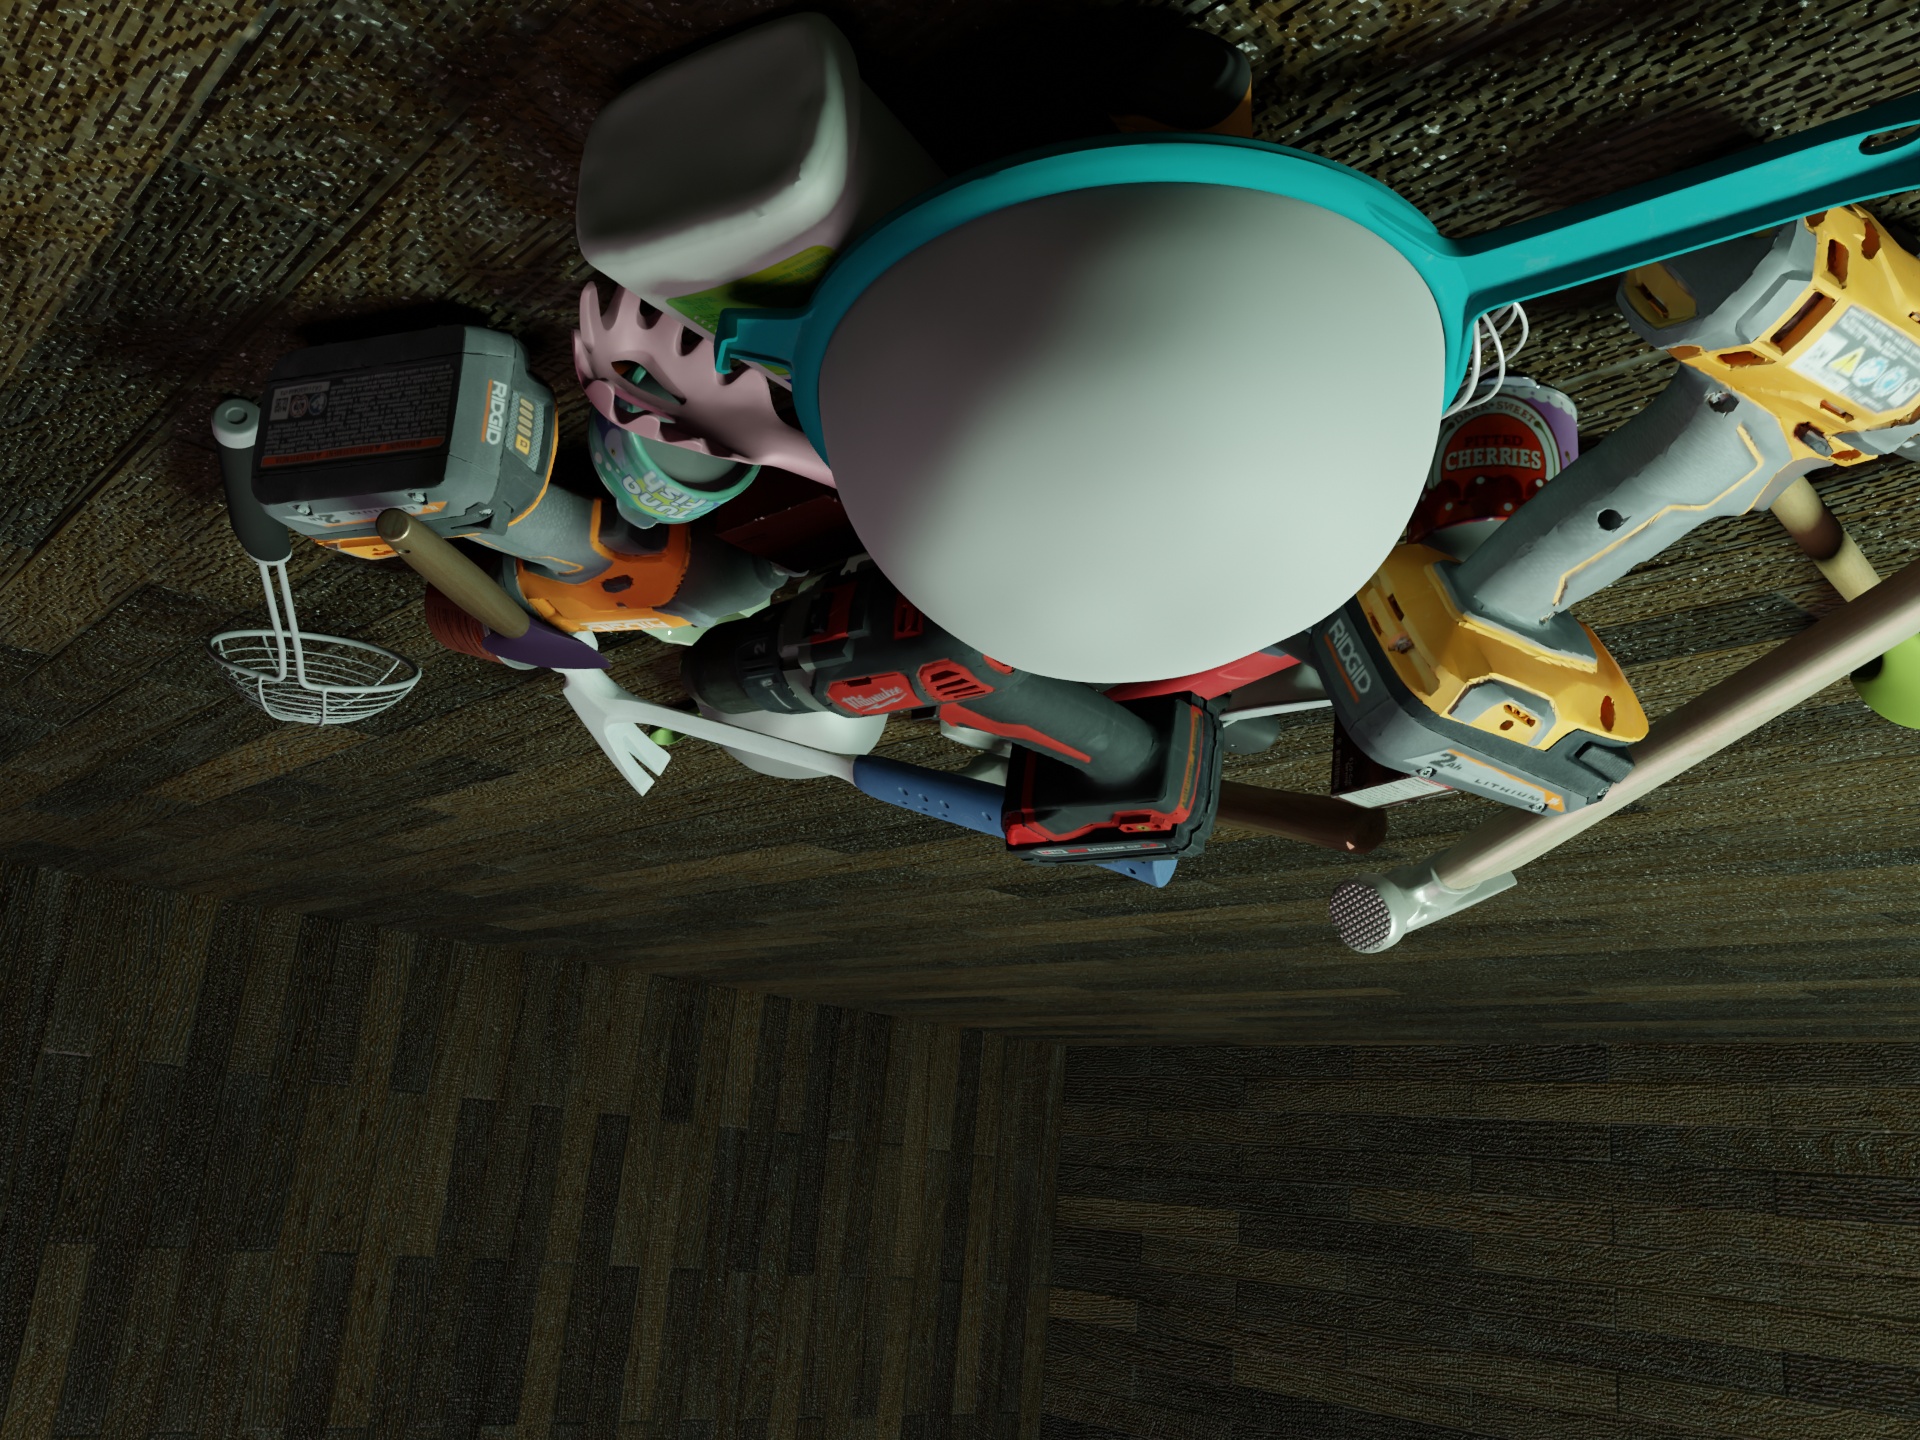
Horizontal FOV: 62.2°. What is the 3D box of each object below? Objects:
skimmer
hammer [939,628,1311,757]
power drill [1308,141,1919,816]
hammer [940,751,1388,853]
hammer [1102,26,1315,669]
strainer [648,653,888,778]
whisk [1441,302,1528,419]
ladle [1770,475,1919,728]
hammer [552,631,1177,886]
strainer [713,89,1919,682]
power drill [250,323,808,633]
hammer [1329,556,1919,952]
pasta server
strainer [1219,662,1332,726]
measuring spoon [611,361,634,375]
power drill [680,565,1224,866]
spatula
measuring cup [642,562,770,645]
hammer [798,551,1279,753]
[{"bbox_3d":[-0.375,-0.090,0.893,0.127,0.090,0.363,11,153,-11],"label":"skimmer"},{"bbox_3d":[0.151,-0.044,0.783,0.143,0.038,0.386,14,155,-34],"label":"hammer"},{"bbox_3d":[0.256,-0.067,0.555,0.185,0.084,0.226,16,129,-27],"label":"power drill"},{"bbox_3d":[0.122,0.043,0.977,0.130,0.031,0.331,-22,-163,-34],"label":"hammer"},{"bbox_3d":[0.099,-0.115,0.582,0.127,0.034,0.336,32,169,21],"label":"hammer"},{"bbox_3d":[-0.147,0.010,1.085,0.151,0.069,0.256,18,158,-36],"label":"strainer"},{"bbox_3d":[0.159,-0.113,0.616,0.059,0.058,0.246,-24,169,-6],"label":"whisk"},{"bbox_3d":[0.399,-0.071,0.709,0.078,0.062,0.319,-16,147,42],"label":"ladle"},{"bbox_3d":[-0.066,0.030,0.935,0.406,0.035,0.143,14,145,25],"label":"hammer"},{"bbox_3d":[0.108,-0.082,0.457,0.340,0.095,0.210,-13,153,28],"label":"strainer"},{"bbox_3d":[-0.179,-0.096,0.722,0.164,0.084,0.226,-2,167,23],"label":"power drill"},{"bbox_3d":[0.347,-0.009,0.703,0.146,0.038,0.410,-11,157,-43],"label":"hammer"},{"bbox_3d":[-0.013,-0.092,0.653,0.316,0.060,0.040,21,151,-25],"label":"pasta server"},{"bbox_3d":[0.237,-0.018,0.871,0.086,0.050,0.258,-4,-178,-44],"label":"strainer"},{"bbox_3d":[-0.127,-0.128,0.711,0.021,0.011,0.116,-1,163,21],"label":"measuring spoon"},{"bbox_3d":[-0.001,-0.002,0.745,0.188,0.080,0.226,-8,154,39],"label":"power drill"},{"bbox_3d":[-0.211,-0.049,0.721,0.060,0.018,0.316,2,173,-3],"label":"spatula"},{"bbox_3d":[-0.105,-0.060,0.897,0.167,0.038,0.083,14,162,-33],"label":"measuring cup"},{"bbox_3d":[0.078,-0.035,0.925,0.334,0.035,0.146,20,159,-41],"label":"hammer"}]
